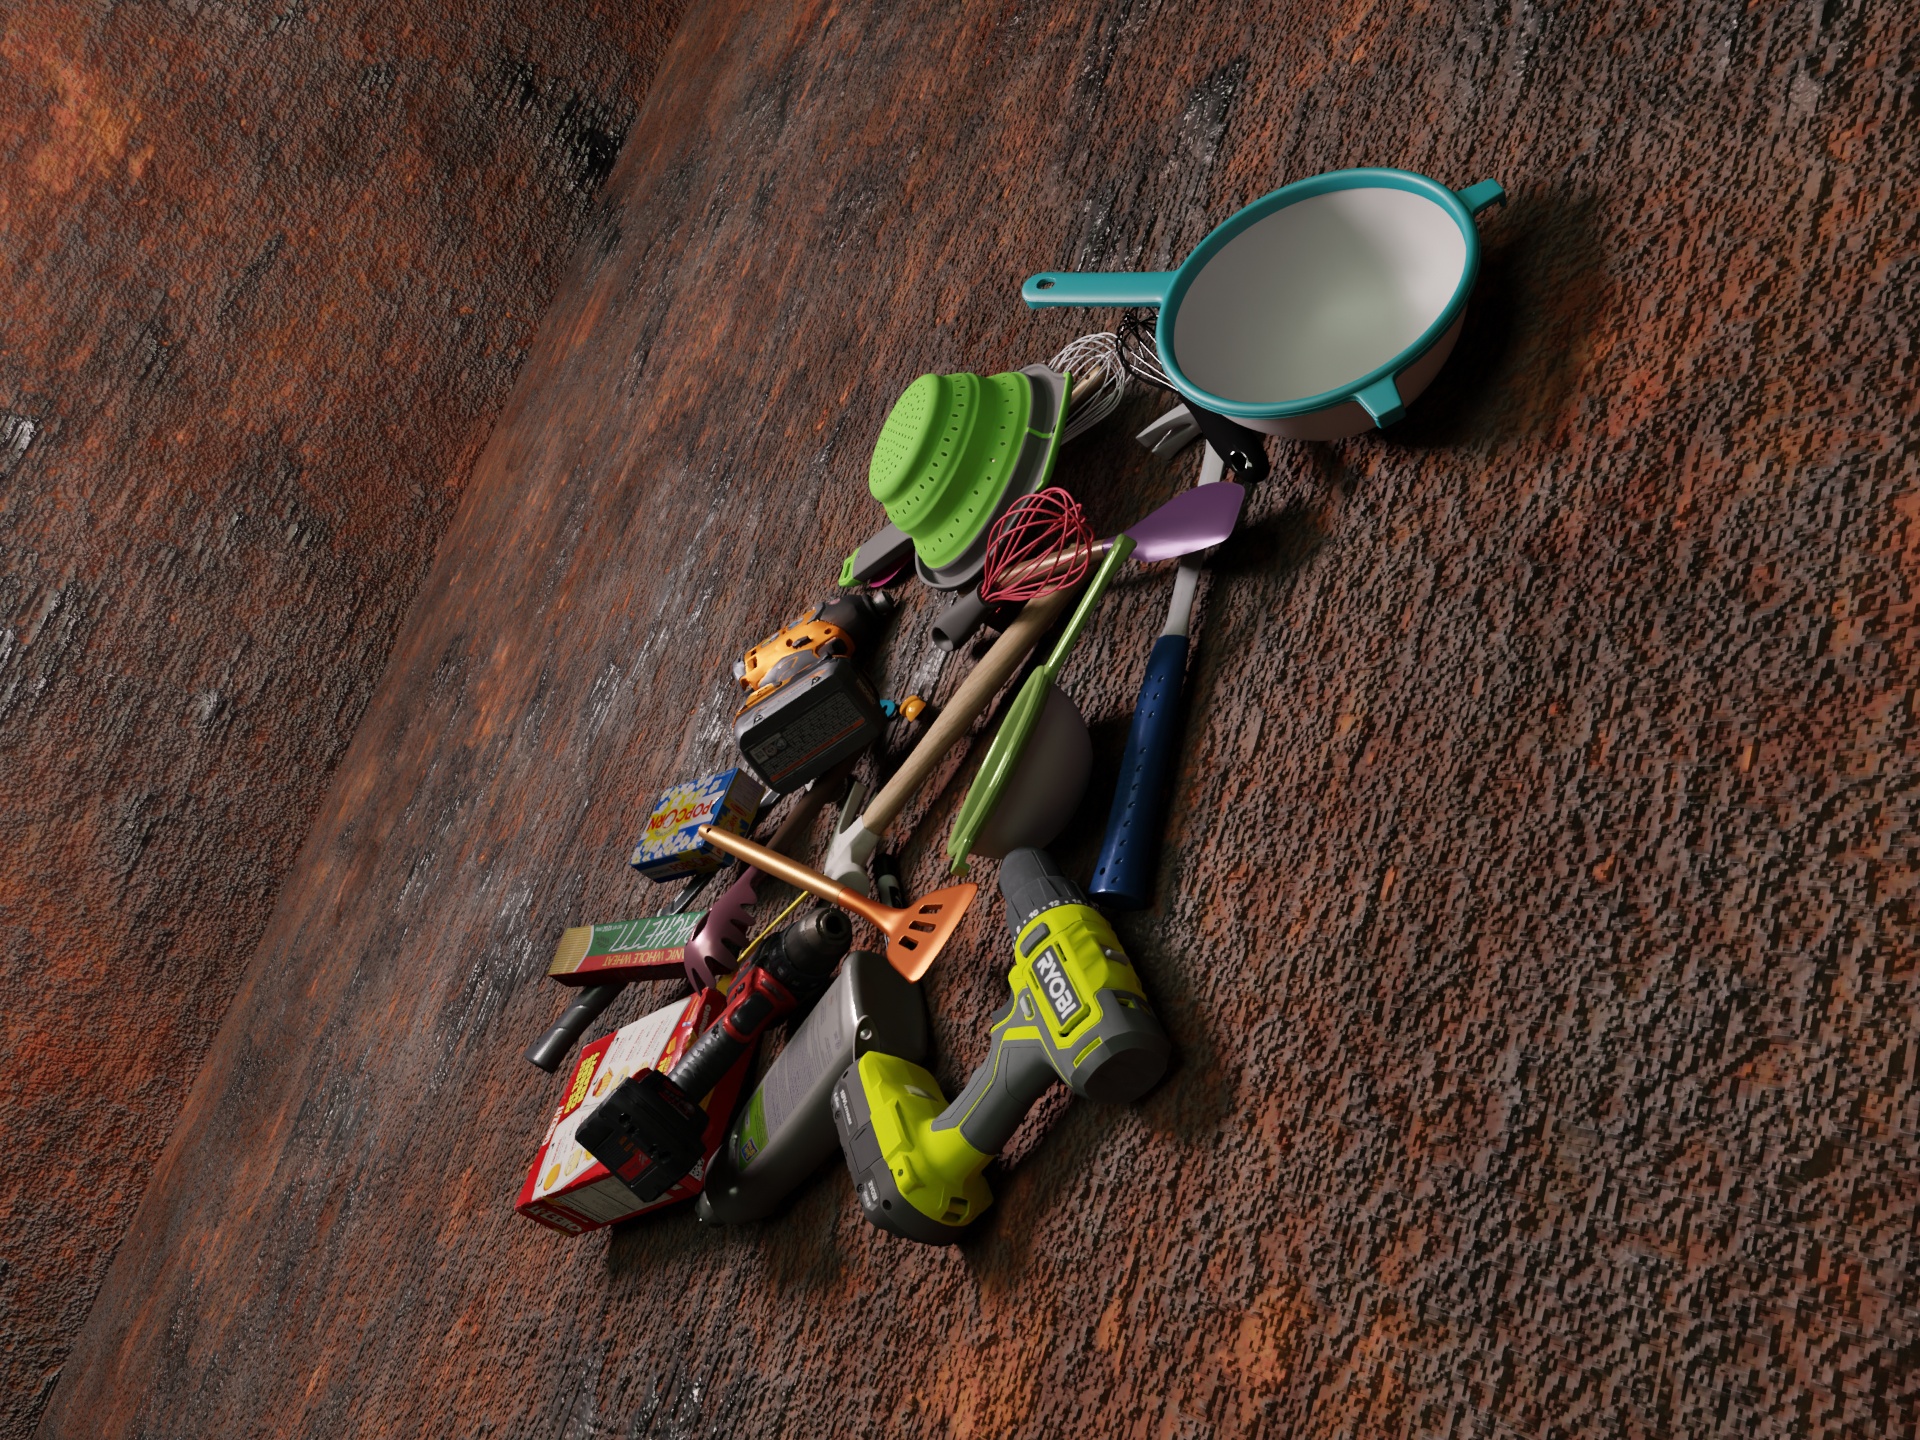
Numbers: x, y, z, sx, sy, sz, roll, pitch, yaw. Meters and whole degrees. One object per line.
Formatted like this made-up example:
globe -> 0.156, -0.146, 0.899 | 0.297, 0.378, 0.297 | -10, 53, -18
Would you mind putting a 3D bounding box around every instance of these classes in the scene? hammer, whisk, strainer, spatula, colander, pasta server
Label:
hammer -> -0.002, -0.004, 1.265 | 0.331, 0.031, 0.130 | -52, 17, 8
whisk -> 0.048, -0.225, 1.366 | 0.284, 0.070, 0.070 | -45, 34, 34
strainer -> 0.194, -0.267, 1.088 | 0.340, 0.095, 0.211 | 13, 66, 39
strainer -> 0.076, -0.004, 1.108 | 0.256, 0.069, 0.151 | -62, 3, 13
spatula -> 0.095, -0.125, 1.183 | 0.316, 0.018, 0.060 | -11, 52, 53
spatula -> -0.104, 0.118, 1.171 | 0.323, 0.041, 0.081 | 17, 67, 45
whisk -> 0.165, -0.235, 1.142 | 0.055, 0.055, 0.239 | -48, 38, 21
colander -> -0.049, -0.198, 1.370 | 0.397, 0.094, 0.205 | -25, 47, 59
hammer -> -0.263, 0.169, 1.469 | 0.409, 0.036, 0.149 | -48, 30, 4
whisk -> 0.029, -0.102, 1.207 | 0.296, 0.073, 0.073 | 143, 146, -67
hammer -> 0.147, -0.064, 1.109 | 0.144, 0.035, 0.406 | -13, 55, 51
pasta server -> -0.136, 0.099, 1.295 | 0.060, 0.040, 0.316 | -36, 13, 44

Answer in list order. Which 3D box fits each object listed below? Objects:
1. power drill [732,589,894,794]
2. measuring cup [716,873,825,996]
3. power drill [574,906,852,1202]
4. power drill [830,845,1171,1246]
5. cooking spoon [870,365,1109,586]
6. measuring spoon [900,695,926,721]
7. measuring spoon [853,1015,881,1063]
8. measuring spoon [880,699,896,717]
power drill -> -0.124, -0.039, 1.408 | 0.164, 0.084, 0.227 | -33, 22, 7
measuring cup -> -0.146, 0.180, 1.355 | 0.156, 0.029, 0.062 | -45, 2, 2
power drill -> -0.173, 0.239, 1.198 | 0.227, 0.080, 0.188 | -48, 1, -37
power drill -> 0.019, 0.208, 1.028 | 0.228, 0.080, 0.191 | -49, 39, 19
cooking spoon -> 0.019, -0.217, 1.438 | 0.319, 0.017, 0.069 | -37, 35, 35
measuring spoon -> -0.043, -0.013, 1.330 | 0.021, 0.011, 0.117 | -50, 8, -1
measuring spoon -> -0.066, 0.257, 1.111 | 0.018, 0.034, 0.124 | 36, 132, 56
measuring spoon -> -0.097, -0.013, 1.439 | 0.129, 0.021, 0.042 | 0, 65, 58
